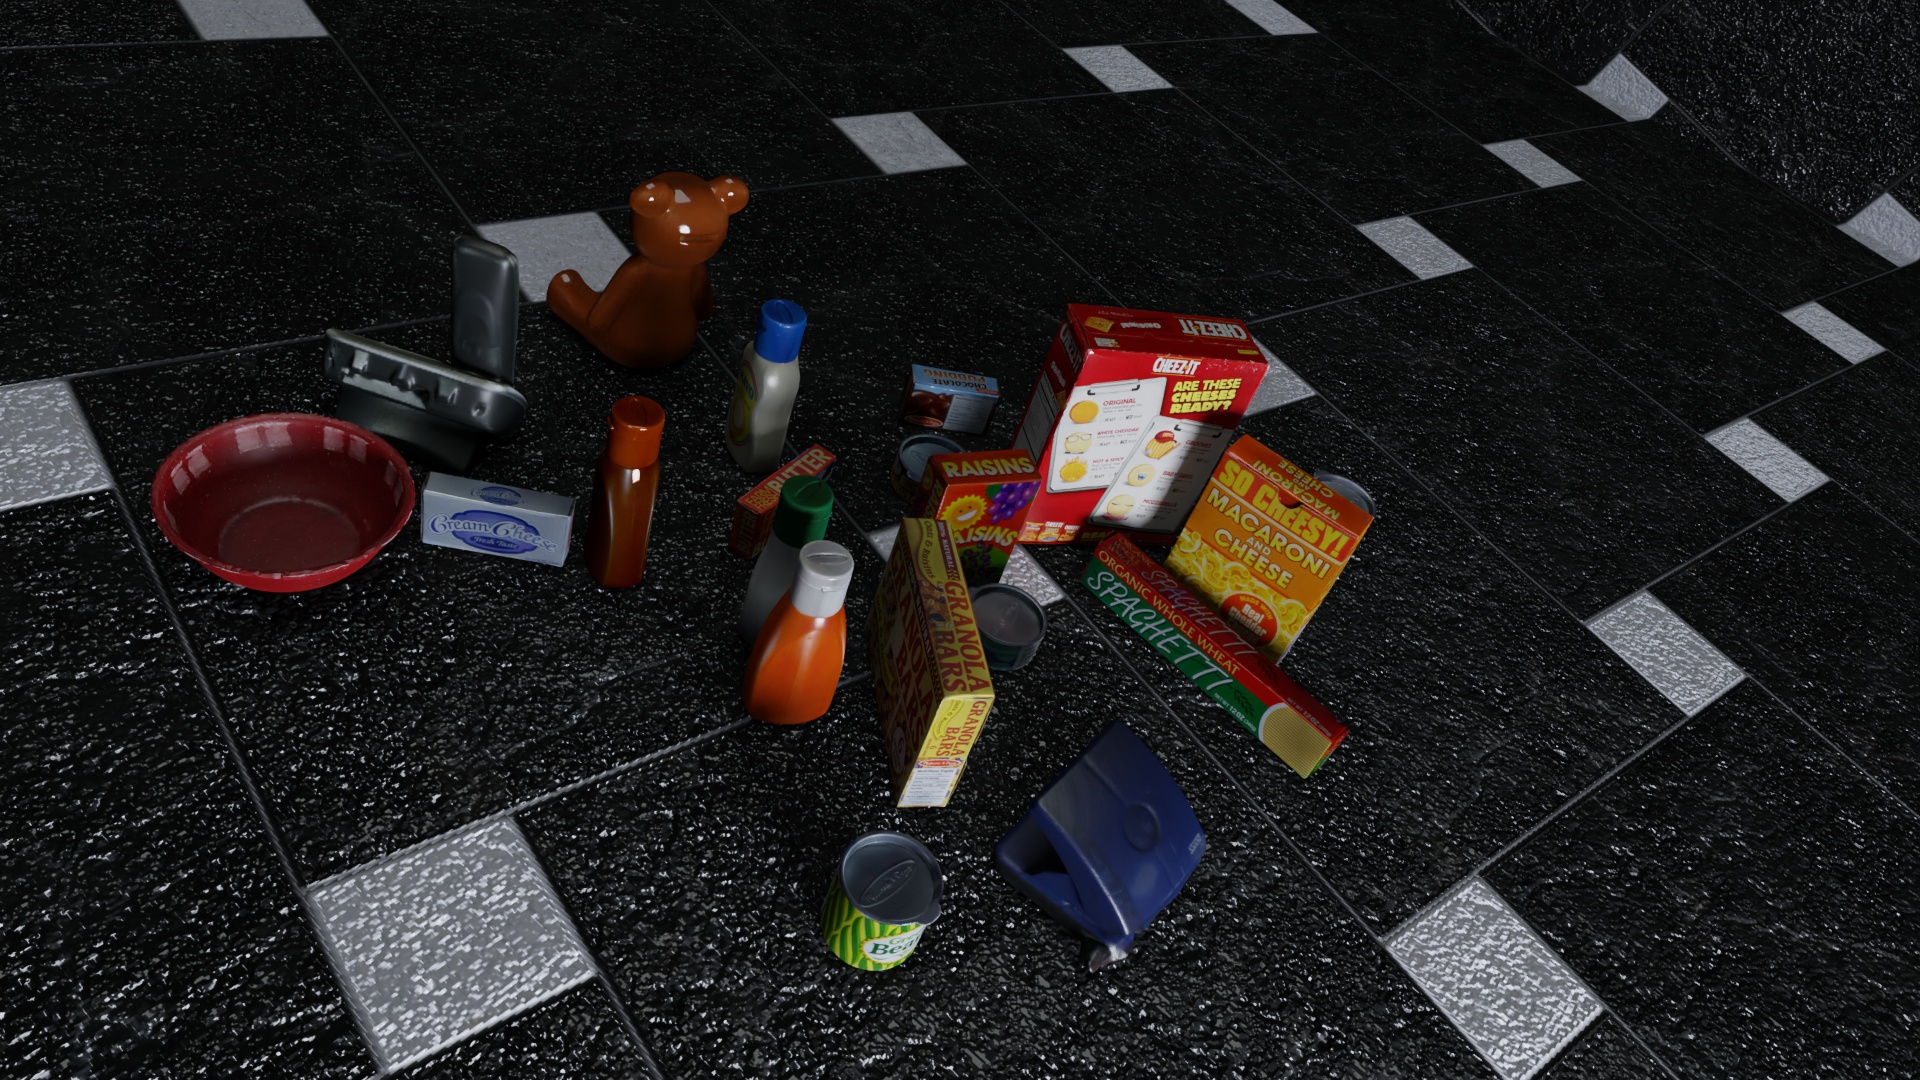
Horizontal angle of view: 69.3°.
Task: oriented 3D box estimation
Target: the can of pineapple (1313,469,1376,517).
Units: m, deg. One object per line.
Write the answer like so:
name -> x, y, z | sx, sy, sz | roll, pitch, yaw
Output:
can of pineapple -> 0.344, -0.021, 1.294 | 0.071, 0.057, 0.071 | 12, 42, -11

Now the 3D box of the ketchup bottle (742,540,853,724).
ketchup bottle -> -0.106, 0.064, 0.945 | 0.065, 0.148, 0.044 | 0, 45, -23

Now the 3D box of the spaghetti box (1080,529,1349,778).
spaghetti box -> 0.199, 0.089, 1.121 | 0.250, 0.049, 0.029 | 42, 45, 22

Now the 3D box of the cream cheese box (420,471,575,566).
cream cheese box -> -0.335, -0.015, 1.007 | 0.104, 0.053, 0.024 | 11, 42, -12

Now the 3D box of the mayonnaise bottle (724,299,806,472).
mayonnaise bottle -> -0.158, -0.127, 1.130 | 0.041, 0.147, 0.065 | -7, 48, -29

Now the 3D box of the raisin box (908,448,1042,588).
raisin box -> 0.004, -0.014, 1.095 | 0.086, 0.122, 0.040 | -4, 47, -27

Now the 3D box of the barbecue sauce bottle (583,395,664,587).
barbecue sauce bottle -> -0.241, -0.036, 0.998 | 0.044, 0.147, 0.065 | -4, 47, -26

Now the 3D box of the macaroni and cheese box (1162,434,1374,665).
macaroni and cheese box -> 0.240, 0.015, 1.130 | 0.124, 0.165, 0.040 | 36, 43, 16

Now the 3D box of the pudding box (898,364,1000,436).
pudding box -> -0.011, -0.128, 1.268 | 0.084, 0.049, 0.030 | 7, 43, -16

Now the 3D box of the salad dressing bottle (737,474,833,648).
salad dressing bottle -> -0.122, 0.018, 0.989 | 0.044, 0.146, 0.064 | 33, 42, 13

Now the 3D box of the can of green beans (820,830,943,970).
can of green beans -> -0.050, 0.224, 0.865 | 0.071, 0.057, 0.071 | 12, 42, -11

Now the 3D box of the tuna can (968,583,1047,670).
tuna can -> 0.030, 0.067, 1.087 | 0.071, 0.032, 0.071 | 12, 42, -11

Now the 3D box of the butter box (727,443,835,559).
butter box -> -0.142, -0.032, 1.106 | 0.024, 0.052, 0.104 | 33, 42, 13

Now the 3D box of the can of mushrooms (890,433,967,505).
can of mushrooms -> -0.027, -0.058, 1.198 | 0.071, 0.033, 0.071 | 12, 42, -11

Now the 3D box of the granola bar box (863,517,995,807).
granola bar box -> -0.025, 0.084, 0.976 | 0.039, 0.123, 0.166 | 4, 44, -19
